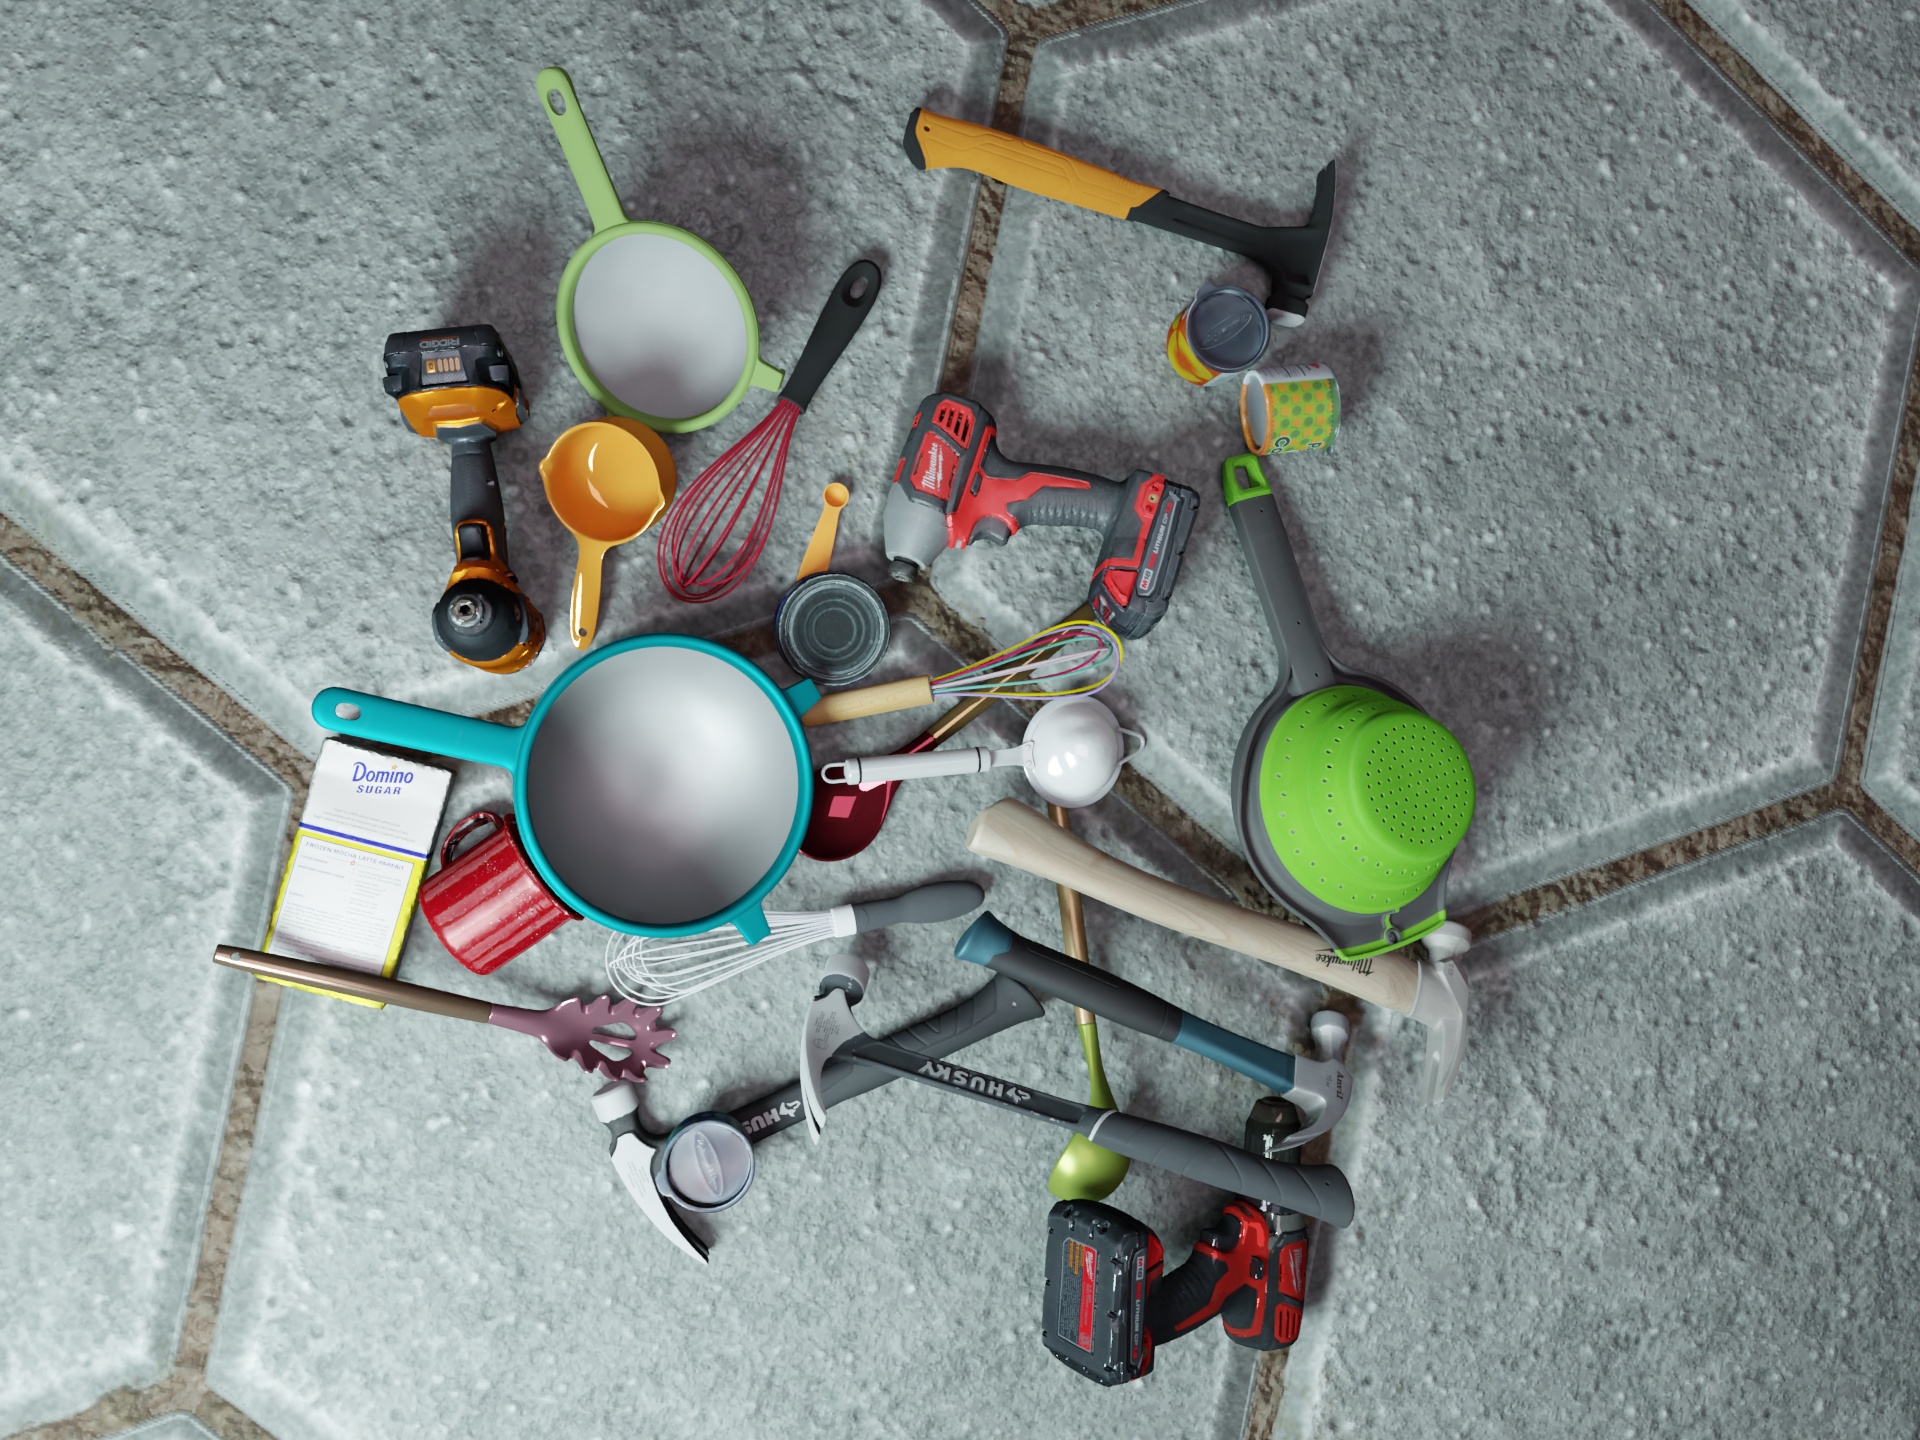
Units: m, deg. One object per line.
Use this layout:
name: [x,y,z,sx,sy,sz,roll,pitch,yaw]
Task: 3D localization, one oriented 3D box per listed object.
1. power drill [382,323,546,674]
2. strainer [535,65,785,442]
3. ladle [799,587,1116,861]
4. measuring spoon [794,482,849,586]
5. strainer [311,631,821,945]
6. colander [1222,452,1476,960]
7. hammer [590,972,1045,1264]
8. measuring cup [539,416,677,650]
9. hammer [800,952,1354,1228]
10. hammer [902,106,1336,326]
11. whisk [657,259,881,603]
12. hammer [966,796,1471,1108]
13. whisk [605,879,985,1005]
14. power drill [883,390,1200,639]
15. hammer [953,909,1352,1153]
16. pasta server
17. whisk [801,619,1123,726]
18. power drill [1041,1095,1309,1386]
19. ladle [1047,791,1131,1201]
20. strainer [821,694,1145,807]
power drill: [-0.334,-0.148,1.086,0.084,0.164,0.226,-8,89,-8]
strainer: [-0.226,-0.333,1.124,0.151,0.069,0.256,-13,113,21]
ladle: [-0.002,-0.004,1.204,0.315,0.031,0.069,-38,94,-8]
measuring spoon: [-0.108,-0.122,1.198,0.021,0.011,0.117,16,91,-12]
strainer: [-0.274,0.031,1.107,0.340,0.095,0.211,15,81,-23]
colander: [0.287,-0.024,1.189,0.204,0.094,0.397,-15,85,-24]
hammer: [-0.092,0.277,1.188,0.335,0.035,0.146,-23,93,-8]
measuring cup: [-0.257,-0.137,1.159,0.095,0.052,0.173,17,114,6]
hammer: [0.081,0.283,1.121,0.409,0.149,0.036,18,128,-1]
hammer: [0.122,-0.409,1.216,0.336,0.034,0.127,15,89,-8]
whisk: [-0.135,-0.216,1.170,0.073,0.073,0.296,30,80,-8]
hammer: [0.196,0.160,1.194,0.410,0.038,0.146,21,61,-9]
whisk: [-0.118,0.155,1.176,0.284,0.070,0.070,-9,92,-12]
power drill: [0.053,-0.143,1.180,0.219,0.078,0.143,19,78,-3]
hammer: [0.147,0.219,1.175,0.331,0.033,0.128,25,47,-13]
pasta server: [-0.357,0.199,1.116,0.316,0.040,0.060,18,69,-22]
whisk: [-0.001,-0.032,1.178,0.245,0.051,0.047,-11,135,6]
power drill: [0.173,0.381,1.173,0.226,0.080,0.188,3,91,-37]
ladle: [0.081,0.204,1.209,0.062,0.078,0.320,-11,83,30]
strainer: [0.024,0.030,1.183,0.258,0.050,0.087,-5,95,-14]
